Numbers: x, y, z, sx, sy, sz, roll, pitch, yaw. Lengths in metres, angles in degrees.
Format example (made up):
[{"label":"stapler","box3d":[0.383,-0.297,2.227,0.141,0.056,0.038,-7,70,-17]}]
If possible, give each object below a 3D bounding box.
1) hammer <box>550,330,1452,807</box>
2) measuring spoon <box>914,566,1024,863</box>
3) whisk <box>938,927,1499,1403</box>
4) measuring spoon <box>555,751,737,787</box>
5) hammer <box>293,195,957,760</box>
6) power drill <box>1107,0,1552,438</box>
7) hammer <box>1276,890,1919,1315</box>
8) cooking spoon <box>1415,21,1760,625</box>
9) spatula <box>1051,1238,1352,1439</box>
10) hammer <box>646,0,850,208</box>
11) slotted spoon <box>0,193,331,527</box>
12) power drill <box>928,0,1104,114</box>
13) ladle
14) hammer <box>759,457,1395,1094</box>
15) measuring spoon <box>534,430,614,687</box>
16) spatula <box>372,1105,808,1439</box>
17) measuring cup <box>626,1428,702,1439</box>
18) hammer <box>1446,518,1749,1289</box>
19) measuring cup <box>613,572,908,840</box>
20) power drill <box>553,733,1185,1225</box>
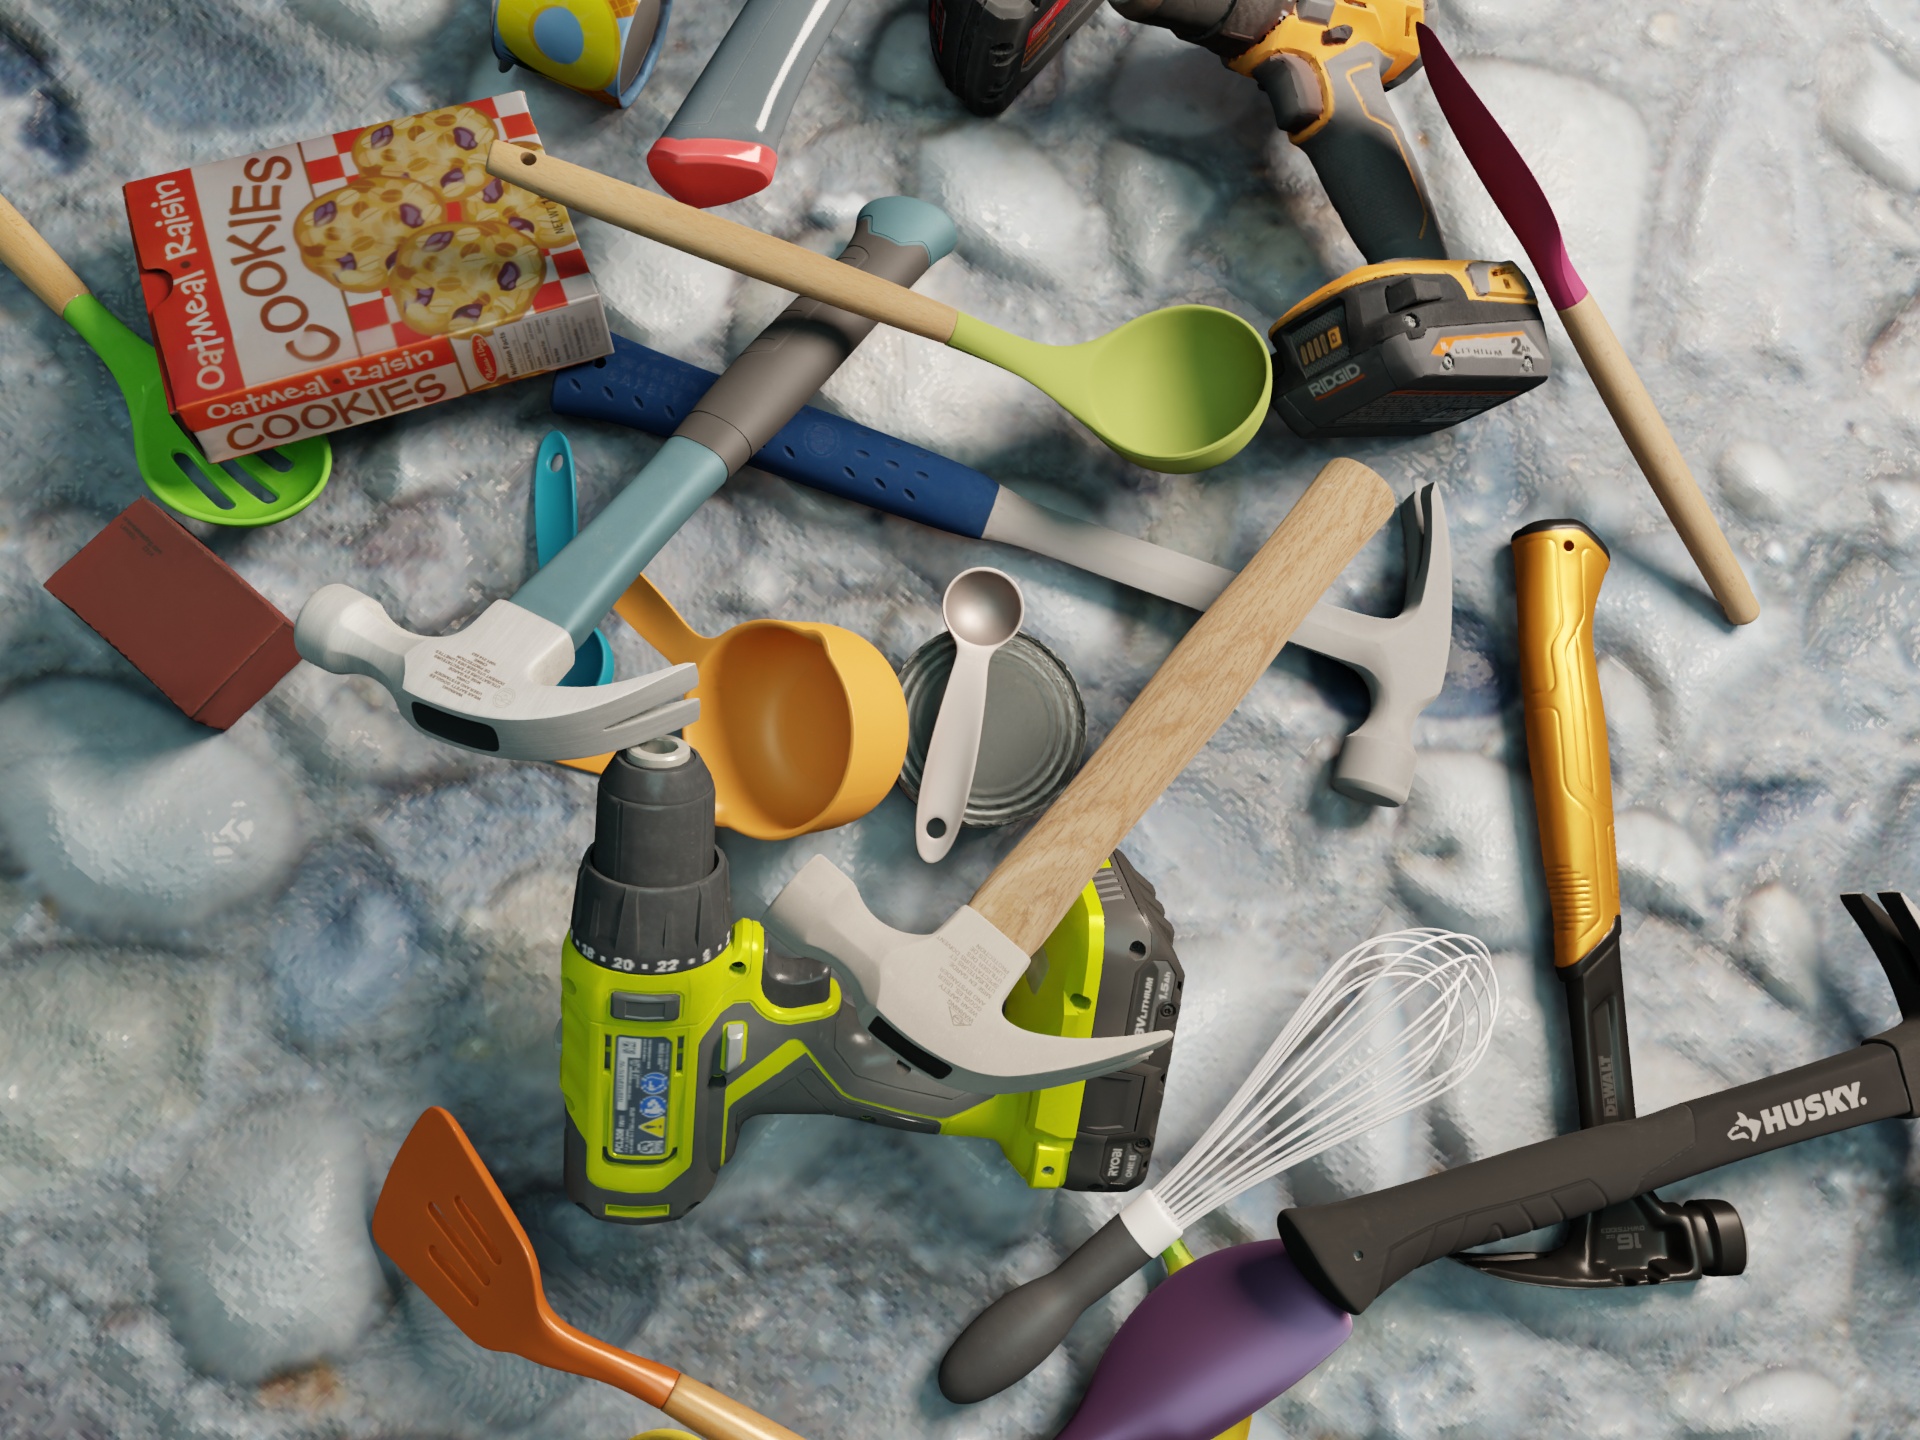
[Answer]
[{"label":"hammer","box3d":[0.025,-0.093,0.696,0.405,0.035,0.144,19,80,-4]},{"label":"measuring spoon","box3d":[-0.001,-0.002,0.658,0.034,0.018,0.124,13,87,-7]},{"label":"whisk","box3d":[0.102,0.183,0.643,0.284,0.070,0.070,-40,89,3]},{"label":"measuring spoon","box3d":[-0.150,0.013,0.670,0.117,0.011,0.021,18,80,-4]},{"label":"hammer","box3d":[-0.097,-0.111,0.623,0.128,0.033,0.331,27,56,11]},{"label":"power drill","box3d":[0.154,-0.240,0.683,0.185,0.084,0.226,-9,82,-39]},{"label":"hammer","box3d":[0.286,0.171,0.656,0.334,0.035,0.146,-11,84,-14]},{"label":"cooking spoon","box3d":[0.275,-0.161,0.687,0.017,0.069,0.318,-32,113,18]},{"label":"spatula","box3d":[0.013,0.308,0.628,0.316,0.018,0.060,-34,62,-3]},{"label":"hammer","box3d":[-0.030,-0.379,0.655,0.143,0.038,0.386,29,78,5]},{"label":"slotted spoon","box3d":[-0.382,-0.190,0.662,0.314,0.031,0.070,45,61,3]},{"label":"power drill","box3d":[-0.050,-0.376,0.709,0.227,0.080,0.188,39,79,2]},{"label":"ladle","box3d":[-0.024,-0.171,0.626,0.320,0.062,0.078,16,65,-17]},{"label":"hammer","box3d":[0.079,0.004,0.598,0.130,0.031,0.331,40,59,5]},{"label":"measuring spoon","box3d":[-0.165,-0.062,0.678,0.042,0.021,0.129,-13,73,22]},{"label":"spatula","box3d":[-0.086,0.261,0.607,0.322,0.041,0.081,30,116,-1]},{"label":"measuring cup","box3d":[-0.126,0.356,0.618,0.062,0.029,0.156,11,84,-6]},{"label":"hammer","box3d":[0.268,0.076,0.705,0.127,0.034,0.337,-1,82,-9]},{"label":"measuring cup","box3d":[-0.092,-0.023,0.665,0.174,0.052,0.095,43,113,26]},{"label":"power drill","box3d":[-0.038,0.101,0.609,0.228,0.080,0.190,4,112,-9]}]
